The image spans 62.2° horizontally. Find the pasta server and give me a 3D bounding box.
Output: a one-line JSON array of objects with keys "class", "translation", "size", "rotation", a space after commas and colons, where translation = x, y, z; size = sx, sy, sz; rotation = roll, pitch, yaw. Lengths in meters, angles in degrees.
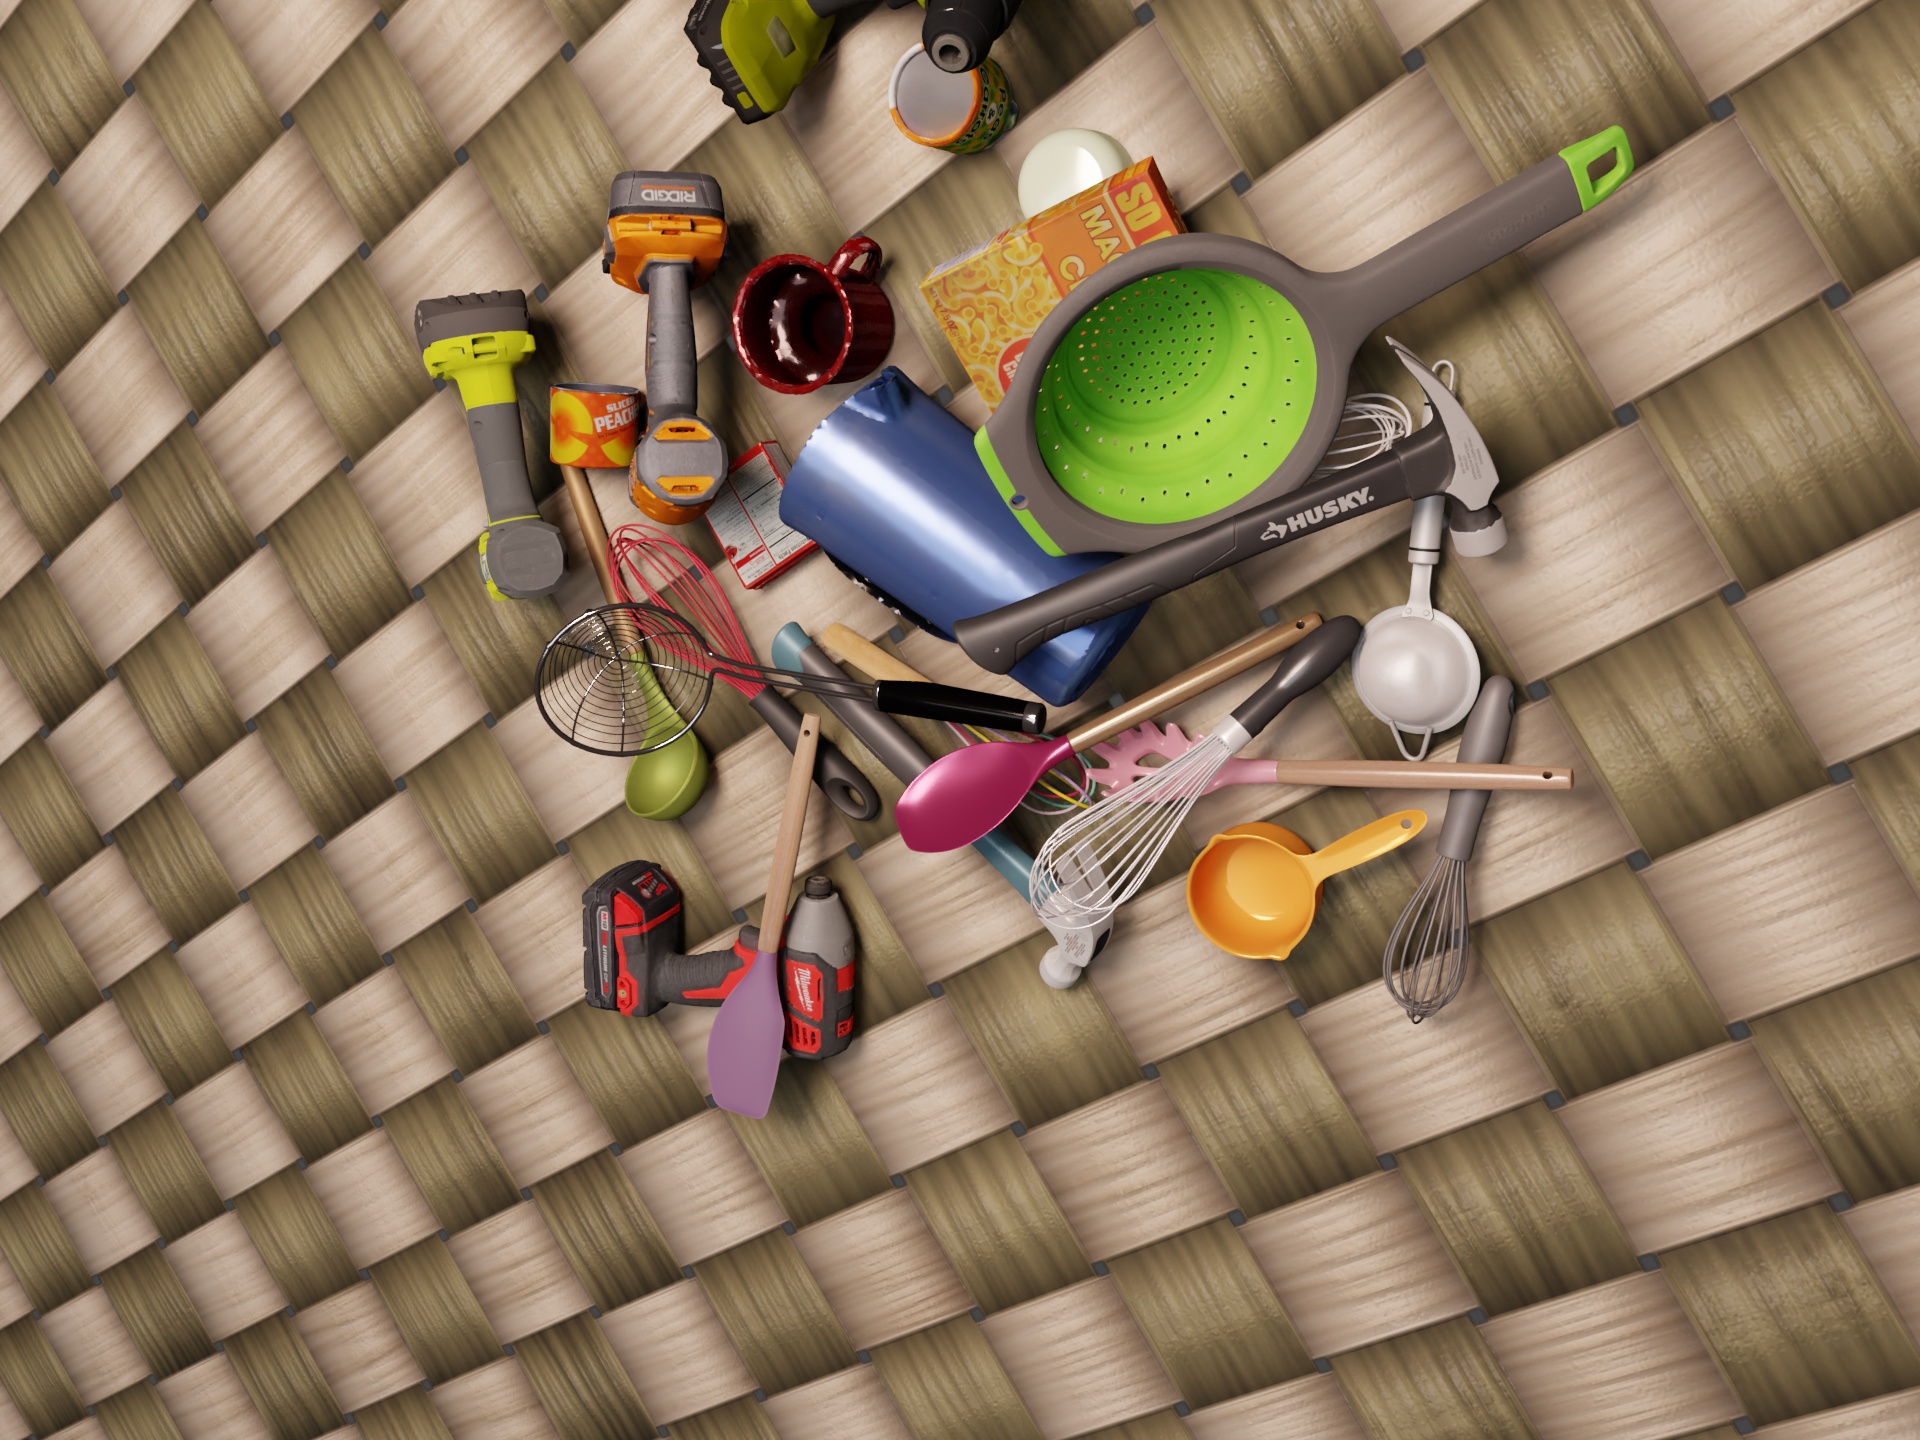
[{"class": "pasta server", "translation": [0.233, 0.032, 1.041], "size": [0.316, 0.040, 0.060], "rotation": [1, 73, 31]}]

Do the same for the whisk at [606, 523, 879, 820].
[{"class": "whisk", "translation": [-0.166, -0.035, 1.214], "size": [0.296, 0.073, 0.073], "rotation": [47, 116, 0]}]

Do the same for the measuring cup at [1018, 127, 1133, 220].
[{"class": "measuring cup", "translation": [0.052, -0.314, 1.058], "size": [0.083, 0.038, 0.167], "rotation": [37, 112, 12]}]

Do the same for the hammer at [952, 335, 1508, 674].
[{"class": "hammer", "translation": [0.152, -0.109, 0.963], "size": [0.335, 0.035, 0.146], "rotation": [-21, 121, 12]}]

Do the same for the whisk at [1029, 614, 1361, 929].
[{"class": "whisk", "translation": [0.154, 0.032, 1.040], "size": [0.284, 0.070, 0.070], "rotation": [-43, 83, 1]}]

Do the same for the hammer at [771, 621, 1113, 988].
[{"class": "hammer", "translation": [-0.018, 0.051, 1.158], "size": [0.331, 0.033, 0.128], "rotation": [44, 145, 12]}]

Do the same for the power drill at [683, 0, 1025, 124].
[{"class": "power drill", "translation": [-0.055, -0.456, 1.003], "size": [0.228, 0.191, 0.080], "rotation": [-4, 144, 29]}]

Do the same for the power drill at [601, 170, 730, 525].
[{"class": "power drill", "translation": [-0.207, -0.252, 1.127], "size": [0.084, 0.164, 0.226], "rotation": [-3, 88, -15]}]

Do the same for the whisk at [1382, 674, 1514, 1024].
[{"class": "whisk", "translation": [0.323, 0.086, 1.034], "size": [0.055, 0.055, 0.239], "rotation": [16, 104, 20]}]

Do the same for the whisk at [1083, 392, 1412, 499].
[{"class": "whisk", "translation": [0.172, -0.169, 1.042], "size": [0.246, 0.057, 0.059], "rotation": [-7, 65, 28]}]

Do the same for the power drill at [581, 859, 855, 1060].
[{"class": "power drill", "translation": [-0.186, 0.180, 1.264], "size": [0.220, 0.078, 0.143], "rotation": [7, 105, 19]}]

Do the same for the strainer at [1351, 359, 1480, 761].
[{"class": "strainer", "translation": [0.291, -0.097, 1.007], "size": [0.087, 0.050, 0.258], "rotation": [11, 104, 36]}]

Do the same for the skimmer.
[{"class": "skimmer", "translation": [-0.123, -0.011, 1.115], "size": [0.363, 0.090, 0.127], "rotation": [9, 125, 21]}]

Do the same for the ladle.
[{"class": "ladle", "translation": [-0.272, -0.076, 1.250], "size": [0.078, 0.062, 0.320], "rotation": [-18, 92, 32]}]

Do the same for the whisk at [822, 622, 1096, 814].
[{"class": "whisk", "translation": [-0.002, -0.004, 1.153], "size": [0.245, 0.047, 0.051], "rotation": [33, 130, 18]}]

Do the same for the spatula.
[{"class": "spatula", "translation": [-0.143, 0.148, 1.198], "size": [0.060, 0.018, 0.316], "rotation": [14, 99, 14]}]

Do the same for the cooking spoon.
[{"class": "cooking spoon", "translation": [0.098, 0.005, 1.076], "size": [0.319, 0.017, 0.069], "rotation": [-27, 60, 10]}]

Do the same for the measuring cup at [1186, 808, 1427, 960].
[{"class": "measuring cup", "translation": [0.236, 0.094, 1.069], "size": [0.173, 0.052, 0.095], "rotation": [-30, 90, 25]}]

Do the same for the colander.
[{"class": "colander", "translation": [0.193, -0.247, 0.947], "size": [0.397, 0.095, 0.204], "rotation": [-28, 128, 13]}]

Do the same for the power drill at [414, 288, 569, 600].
[{"class": "power drill", "translation": [-0.354, -0.203, 1.214], "size": [0.080, 0.171, 0.223], "rotation": [-12, 98, -20]}]
